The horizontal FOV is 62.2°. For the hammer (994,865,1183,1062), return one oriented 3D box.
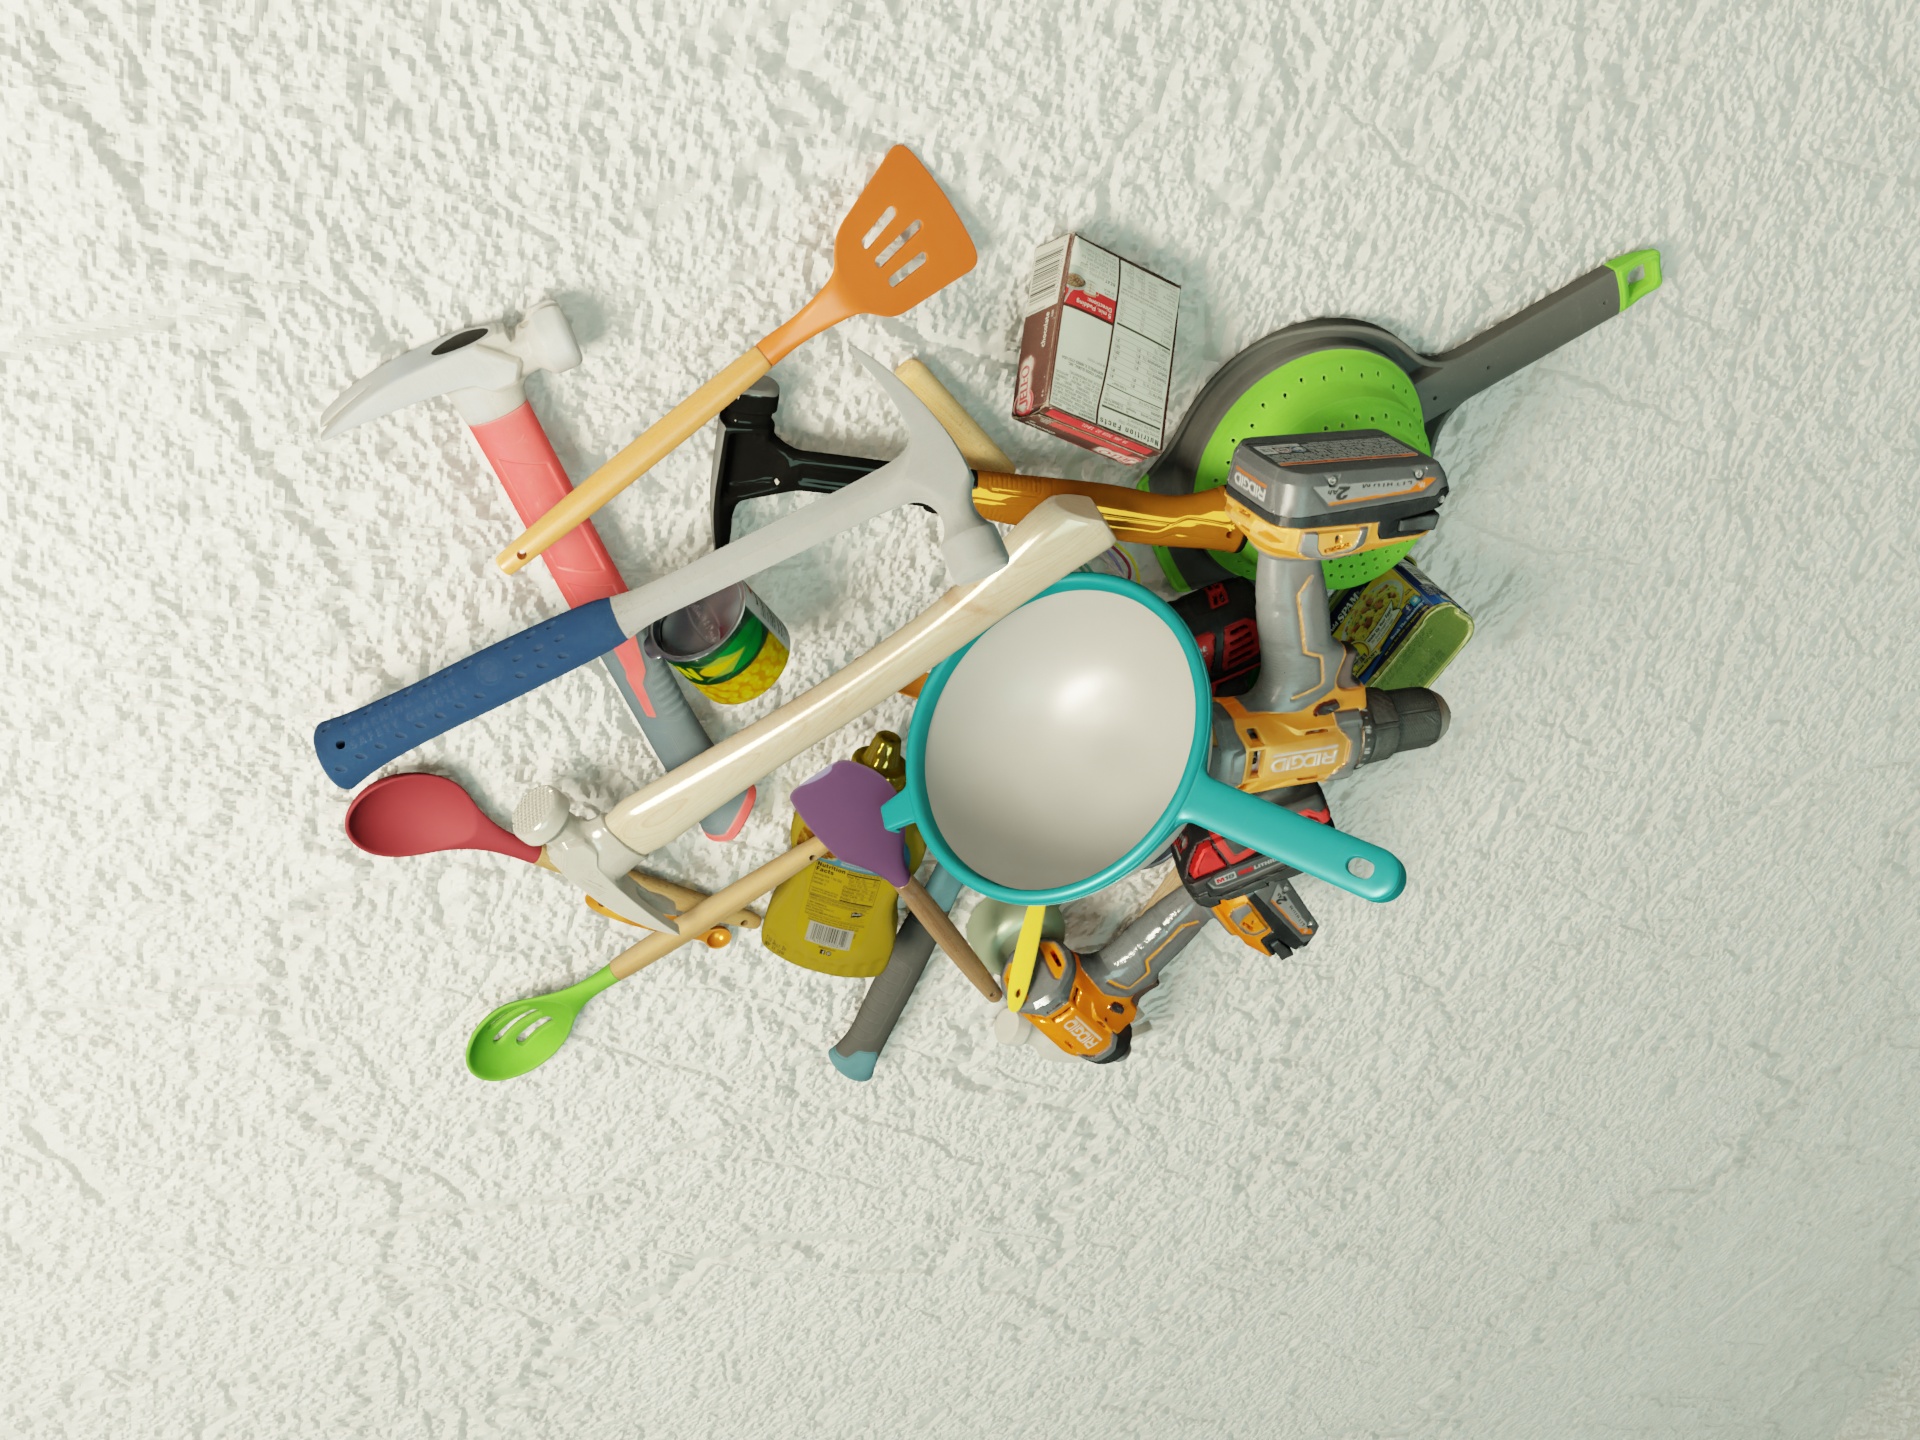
[{"bbox_3d":[0.167,0.157,1.302,0.130,0.031,0.331,21,114,-34],"label":"hammer"}]

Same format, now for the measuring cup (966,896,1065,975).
[{"bbox_3d":[0.086,0.149,1.255,0.167,0.038,0.083,-26,131,-1],"label":"measuring cup"}]

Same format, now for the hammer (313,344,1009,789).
[{"bbox_3d":[-0.183,-0.068,0.893,0.405,0.144,0.035,-24,176,8],"label":"hammer"}]

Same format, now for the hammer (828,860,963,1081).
[{"bbox_3d":[-0.026,0.149,1.211,0.128,0.033,0.331,11,120,-29],"label":"hammer"}]

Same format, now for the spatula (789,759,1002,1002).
[{"bbox_3d":[-0.029,0.122,1.111,0.060,0.018,0.315,-33,137,-1],"label":"spatula"}]

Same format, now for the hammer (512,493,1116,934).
[{"bbox_3d":[-0.077,-0.005,1.000,0.410,0.038,0.146,-33,132,12],"label":"hammer"}]

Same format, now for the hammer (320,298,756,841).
[{"bbox_3d":[-0.227,-0.058,0.963,0.143,0.038,0.385,-24,131,-4],"label":"hammer"}]

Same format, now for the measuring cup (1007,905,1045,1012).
[{"bbox_3d":[0.067,0.145,1.199,0.029,0.062,0.156,17,86,-37],"label":"measuring cup"}]

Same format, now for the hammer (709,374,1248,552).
[{"bbox_3d":[0.016,-0.130,0.975,0.336,0.034,0.127,5,123,-13],"label":"hammer"}]

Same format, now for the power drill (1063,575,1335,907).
[{"bbox_3d":[0.168,0.016,1.102,0.143,0.079,0.219,-22,120,8],"label":"power drill"}]

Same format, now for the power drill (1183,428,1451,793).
[{"bbox_3d":[0.239,-0.062,0.995,0.185,0.084,0.226,-7,120,-19],"label":"power drill"}]

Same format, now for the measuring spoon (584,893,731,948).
[{"bbox_3d":[-0.216,0.140,1.138,0.116,0.011,0.021,23,114,-31],"label":"measuring spoon"}]

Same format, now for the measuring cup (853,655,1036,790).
[{"bbox_3d":[-0.002,-0.003,1.085,0.173,0.095,0.052,20,156,-18],"label":"measuring cup"}]

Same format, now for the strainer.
[{"bbox_3d":[0.123,0.041,0.957,0.095,0.341,0.211,30,85,-53],"label":"strainer"}]

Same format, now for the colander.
[{"bbox_3d":[0.316,-0.195,1.061,0.397,0.095,0.204,-29,131,-1],"label":"colander"}]

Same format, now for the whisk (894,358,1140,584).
[{"bbox_3d":[0.041,-0.144,1.015,0.047,0.051,0.244,-32,127,21],"label":"whisk"}]

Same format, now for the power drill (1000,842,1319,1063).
[{"bbox_3d":[0.160,0.185,1.247,0.226,0.084,0.164,-34,135,7],"label":"power drill"}]

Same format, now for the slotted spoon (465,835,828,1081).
[{"bbox_3d":[-0.219,0.163,1.114,0.314,0.031,0.070,-32,136,12],"label":"slotted spoon"}]

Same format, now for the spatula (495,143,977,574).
[{"bbox_3d":[-0.129,-0.187,0.880,0.322,0.041,0.081,-38,117,1],"label":"spatula"}]

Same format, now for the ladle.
[{"bbox_3d":[-0.262,0.096,1.072,0.315,0.031,0.069,24,113,-37],"label":"ladle"}]
